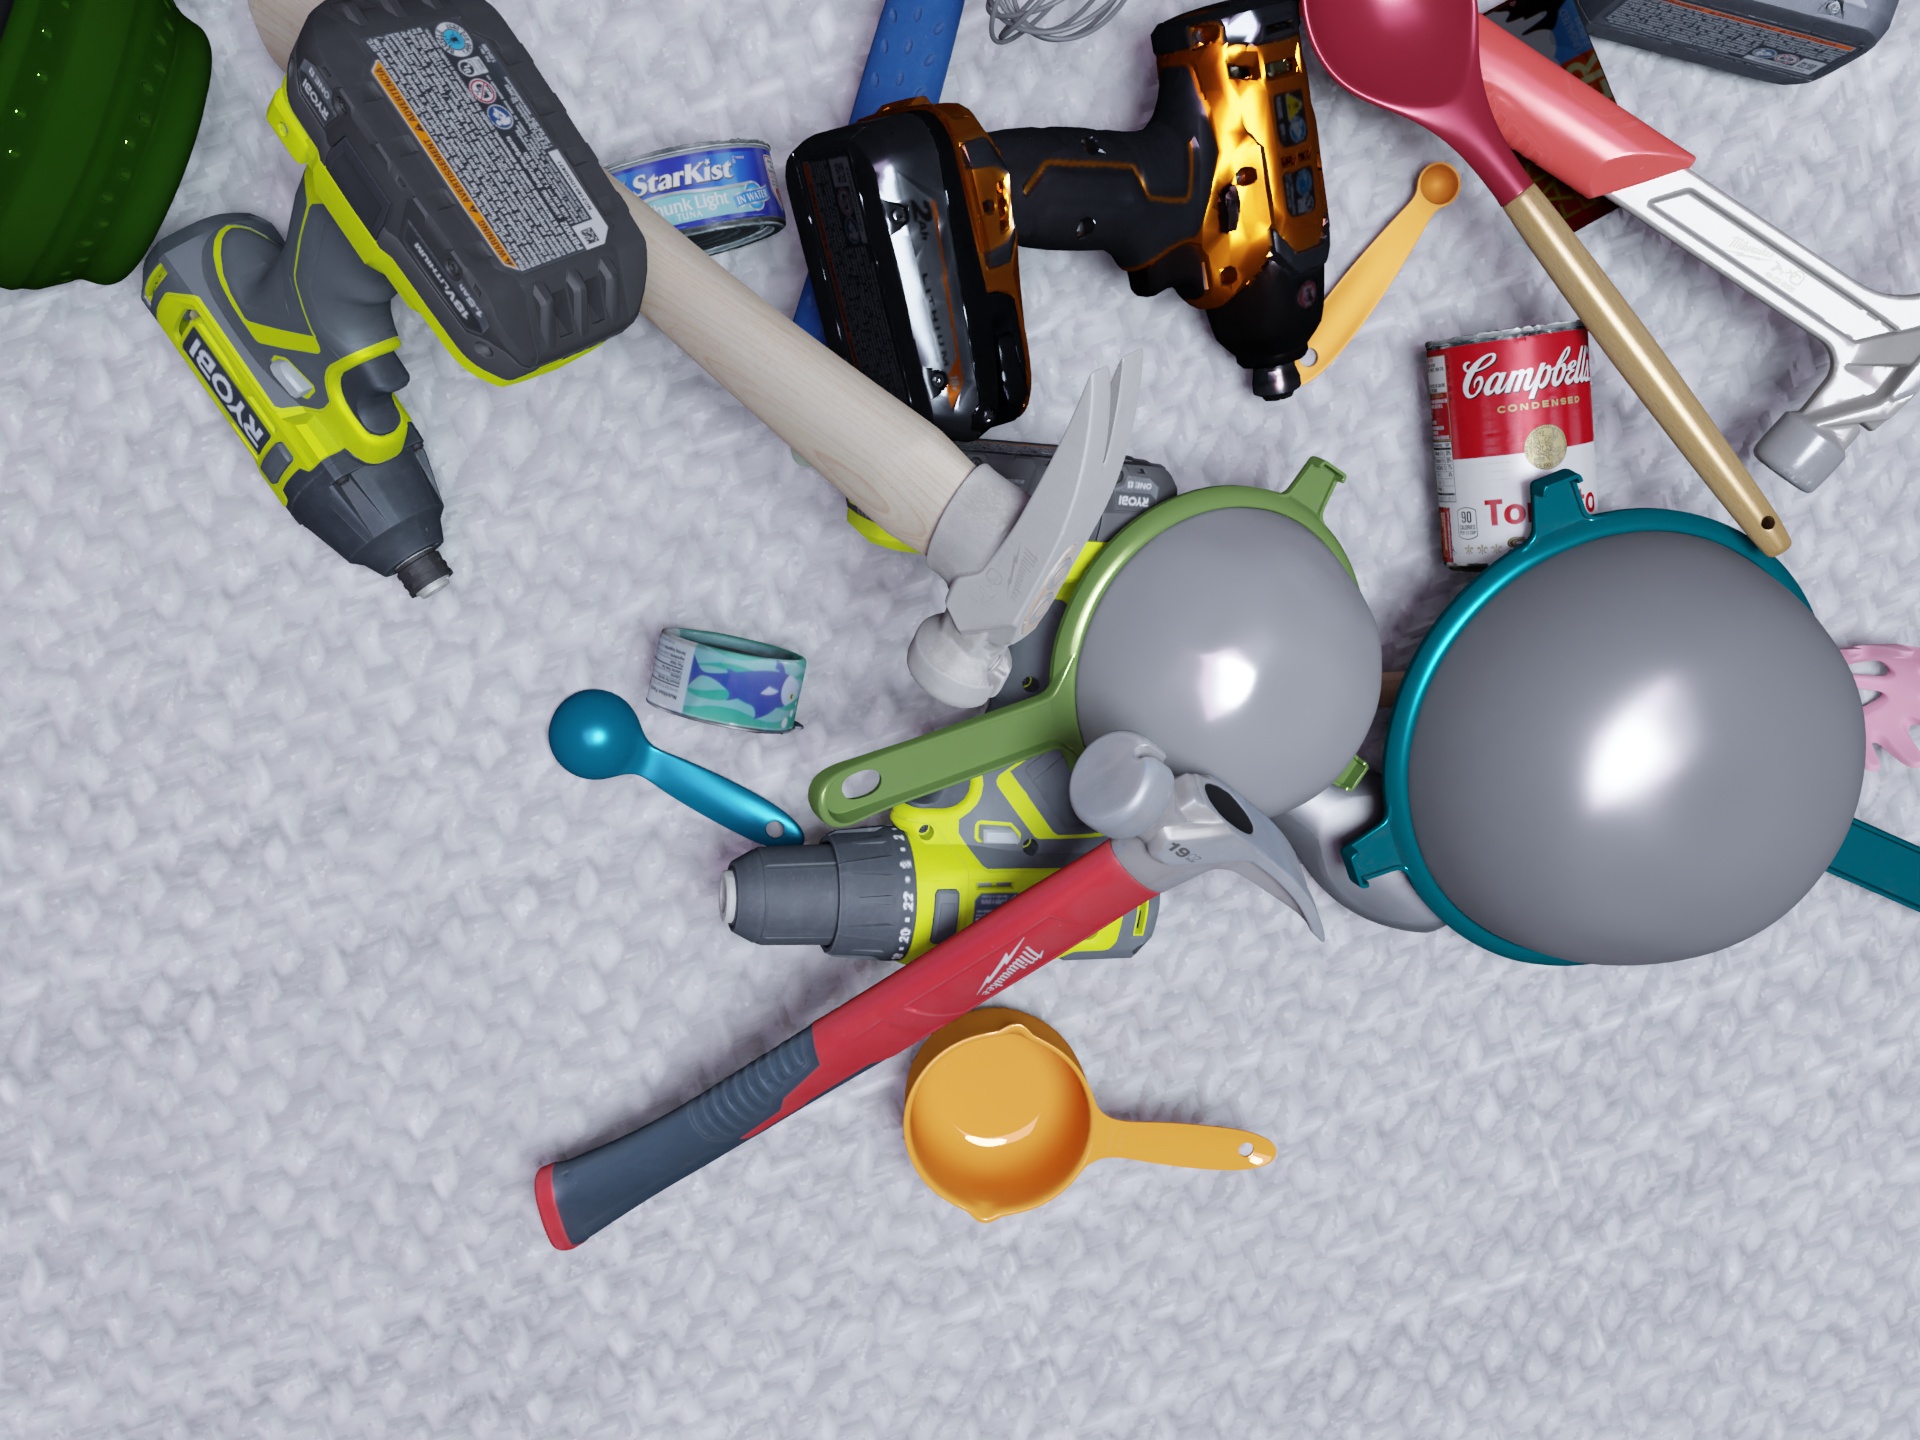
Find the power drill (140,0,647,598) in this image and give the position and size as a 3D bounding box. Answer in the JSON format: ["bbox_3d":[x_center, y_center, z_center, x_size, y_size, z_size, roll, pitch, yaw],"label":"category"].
[{"bbox_3d":[-0.219,-0.151,0.610,0.080,0.223,0.171,-40,99,-42],"label":"power drill"}]

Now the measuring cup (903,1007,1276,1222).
[{"bbox_3d":[0.058,0.184,0.744,0.173,0.052,0.095,8,98,-6],"label":"measuring cup"}]

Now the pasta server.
[{"bbox_3d":[0.301,-0.011,0.734,0.316,0.040,0.060,0,116,-2],"label":"pasta server"}]

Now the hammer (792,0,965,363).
[{"bbox_3d":[-0.010,-0.328,0.650,0.144,0.035,0.405,16,91,-5],"label":"hammer"}]

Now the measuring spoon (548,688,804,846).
[{"bbox_3d":[-0.129,0.028,0.724,0.128,0.021,0.042,28,96,-6],"label":"measuring spoon"}]

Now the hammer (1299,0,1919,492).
[{"bbox_3d":[0.259,-0.254,0.661,0.359,0.037,0.149,35,112,2],"label":"hammer"}]

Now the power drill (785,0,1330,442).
[{"bbox_3d":[0.057,-0.185,0.638,0.226,0.084,0.164,-25,114,-26],"label":"power drill"}]

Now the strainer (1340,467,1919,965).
[{"bbox_3d":[0.349,0.046,0.677,0.340,0.095,0.211,21,102,-15],"label":"strainer"}]

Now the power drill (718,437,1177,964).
[{"bbox_3d":[-0.001,-0.002,0.677,0.190,0.080,0.228,1,105,-19],"label":"power drill"}]

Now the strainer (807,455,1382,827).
[{"bbox_3d":[0.069,0.001,0.621,0.256,0.069,0.151,-18,114,-19],"label":"strainer"}]

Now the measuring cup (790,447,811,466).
[{"bbox_3d":[-0.012,-0.115,0.700,0.167,0.038,0.083,41,94,-6],"label":"measuring cup"}]

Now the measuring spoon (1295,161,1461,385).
[{"bbox_3d":[0.183,-0.199,0.715,0.021,0.011,0.117,35,99,-9],"label":"measuring spoon"}]

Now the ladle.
[{"bbox_3d":[0.243,-0.194,0.646,0.069,0.031,0.315,-38,95,7],"label":"ladle"}]

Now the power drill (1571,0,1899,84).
[{"bbox_3d":[0.321,-0.402,0.657,0.185,0.084,0.226,13,94,-3],"label":"power drill"}]

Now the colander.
[{"bbox_3d":[-0.402,-0.176,0.642,0.094,0.205,0.397,19,117,-40],"label":"colander"}]

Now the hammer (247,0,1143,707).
[{"bbox_3d":[-0.117,-0.181,0.588,0.411,0.038,0.146,40,132,13],"label":"hammer"}]

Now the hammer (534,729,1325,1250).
[{"bbox_3d":[-0.034,0.140,0.680,0.386,0.038,0.143,-35,134,24],"label":"hammer"}]

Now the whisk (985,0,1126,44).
[{"bbox_3d":[0.086,-0.350,0.636,0.055,0.055,0.239,41,73,-8],"label":"whisk"}]
